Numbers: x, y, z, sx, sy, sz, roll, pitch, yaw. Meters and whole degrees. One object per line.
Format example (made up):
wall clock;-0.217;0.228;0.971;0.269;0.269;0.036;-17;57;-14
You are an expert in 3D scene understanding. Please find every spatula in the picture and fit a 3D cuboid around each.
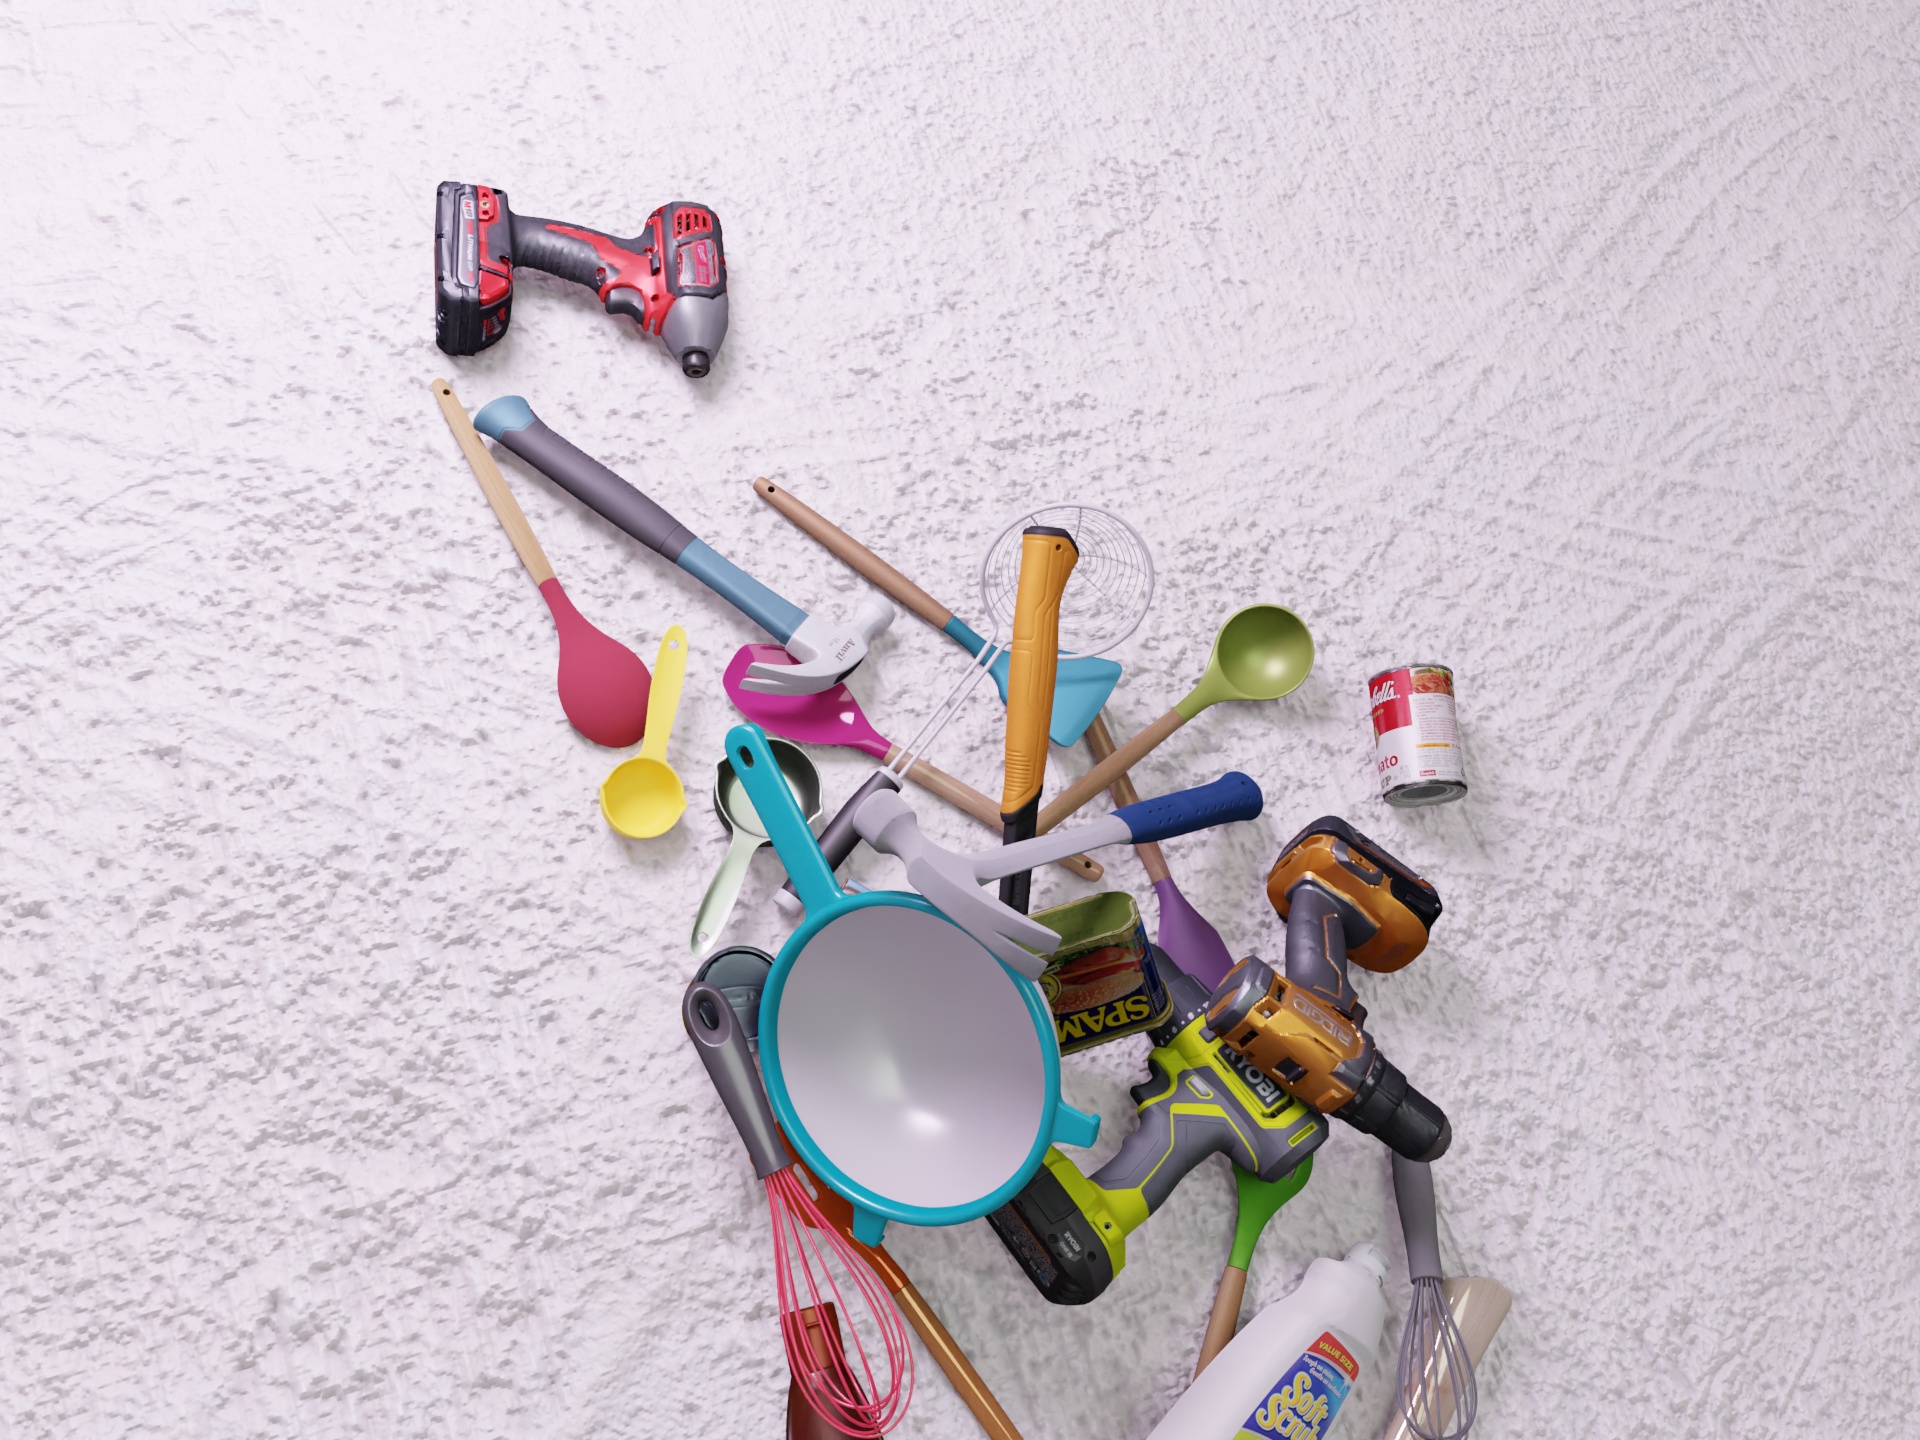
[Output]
spatula;-0.027;-0.095;1.219;0.317;0.044;0.082;36;72;0
spatula;0.141;0.099;1.210;0.060;0.018;0.316;-19;77;-17
spatula;-0.022;0.390;1.039;0.081;0.041;0.323;-33;83;-32

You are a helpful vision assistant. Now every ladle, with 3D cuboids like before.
ladle;0.154;0.008;1.211;0.320;0.062;0.078;-35;90;-30
ladle;-0.310;-0.121;1.155;0.069;0.031;0.315;-24;77;-30

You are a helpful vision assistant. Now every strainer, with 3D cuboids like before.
strainer;-0.048;0.149;1.024;0.340;0.211;0.095;62;27;9

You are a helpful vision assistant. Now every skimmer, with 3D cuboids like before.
skimmer;-0.002;-0.004;1.136;0.127;0.090;0.363;45;74;-20

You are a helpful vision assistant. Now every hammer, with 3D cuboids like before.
hammer;0.272;0.556;1.067;0.146;0.038;0.411;42;64;0
hammer;0.104;0.080;1.077;0.144;0.035;0.405;42;27;26
hammer;-0.212;-0.134;1.172;0.331;0.033;0.128;36;51;0
hammer;0.038;0.032;1.108;0.127;0.034;0.337;4;93;-34

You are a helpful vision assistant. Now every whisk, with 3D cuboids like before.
whisk;-0.108;0.299;0.987;0.073;0.073;0.296;-20;76;-22
whisk;0.324;0.392;1.117;0.055;0.055;0.239;14;49;-11

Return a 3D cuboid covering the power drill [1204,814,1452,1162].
power drill;0.283;0.193;1.140;0.185;0.084;0.226;36;40;-1

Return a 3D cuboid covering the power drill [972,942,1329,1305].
power drill;0.115;0.271;1.098;0.228;0.080;0.191;-29;65;-25

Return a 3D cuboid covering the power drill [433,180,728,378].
power drill;-0.286;-0.332;1.216;0.219;0.078;0.143;-1;71;-20

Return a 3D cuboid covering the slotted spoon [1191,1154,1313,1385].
slotted spoon;0.187;0.407;1.103;0.070;0.031;0.314;25;66;-9

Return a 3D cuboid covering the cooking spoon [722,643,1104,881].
cooking spoon;-0.032;0.037;1.181;0.319;0.017;0.069;30;62;-3

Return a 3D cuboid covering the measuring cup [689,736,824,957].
measuring cup;-0.154;0.092;1.115;0.083;0.038;0.168;24;67;-7

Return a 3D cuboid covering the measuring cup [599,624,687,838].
measuring cup;-0.216;0.008;1.122;0.062;0.029;0.157;15;72;-20
